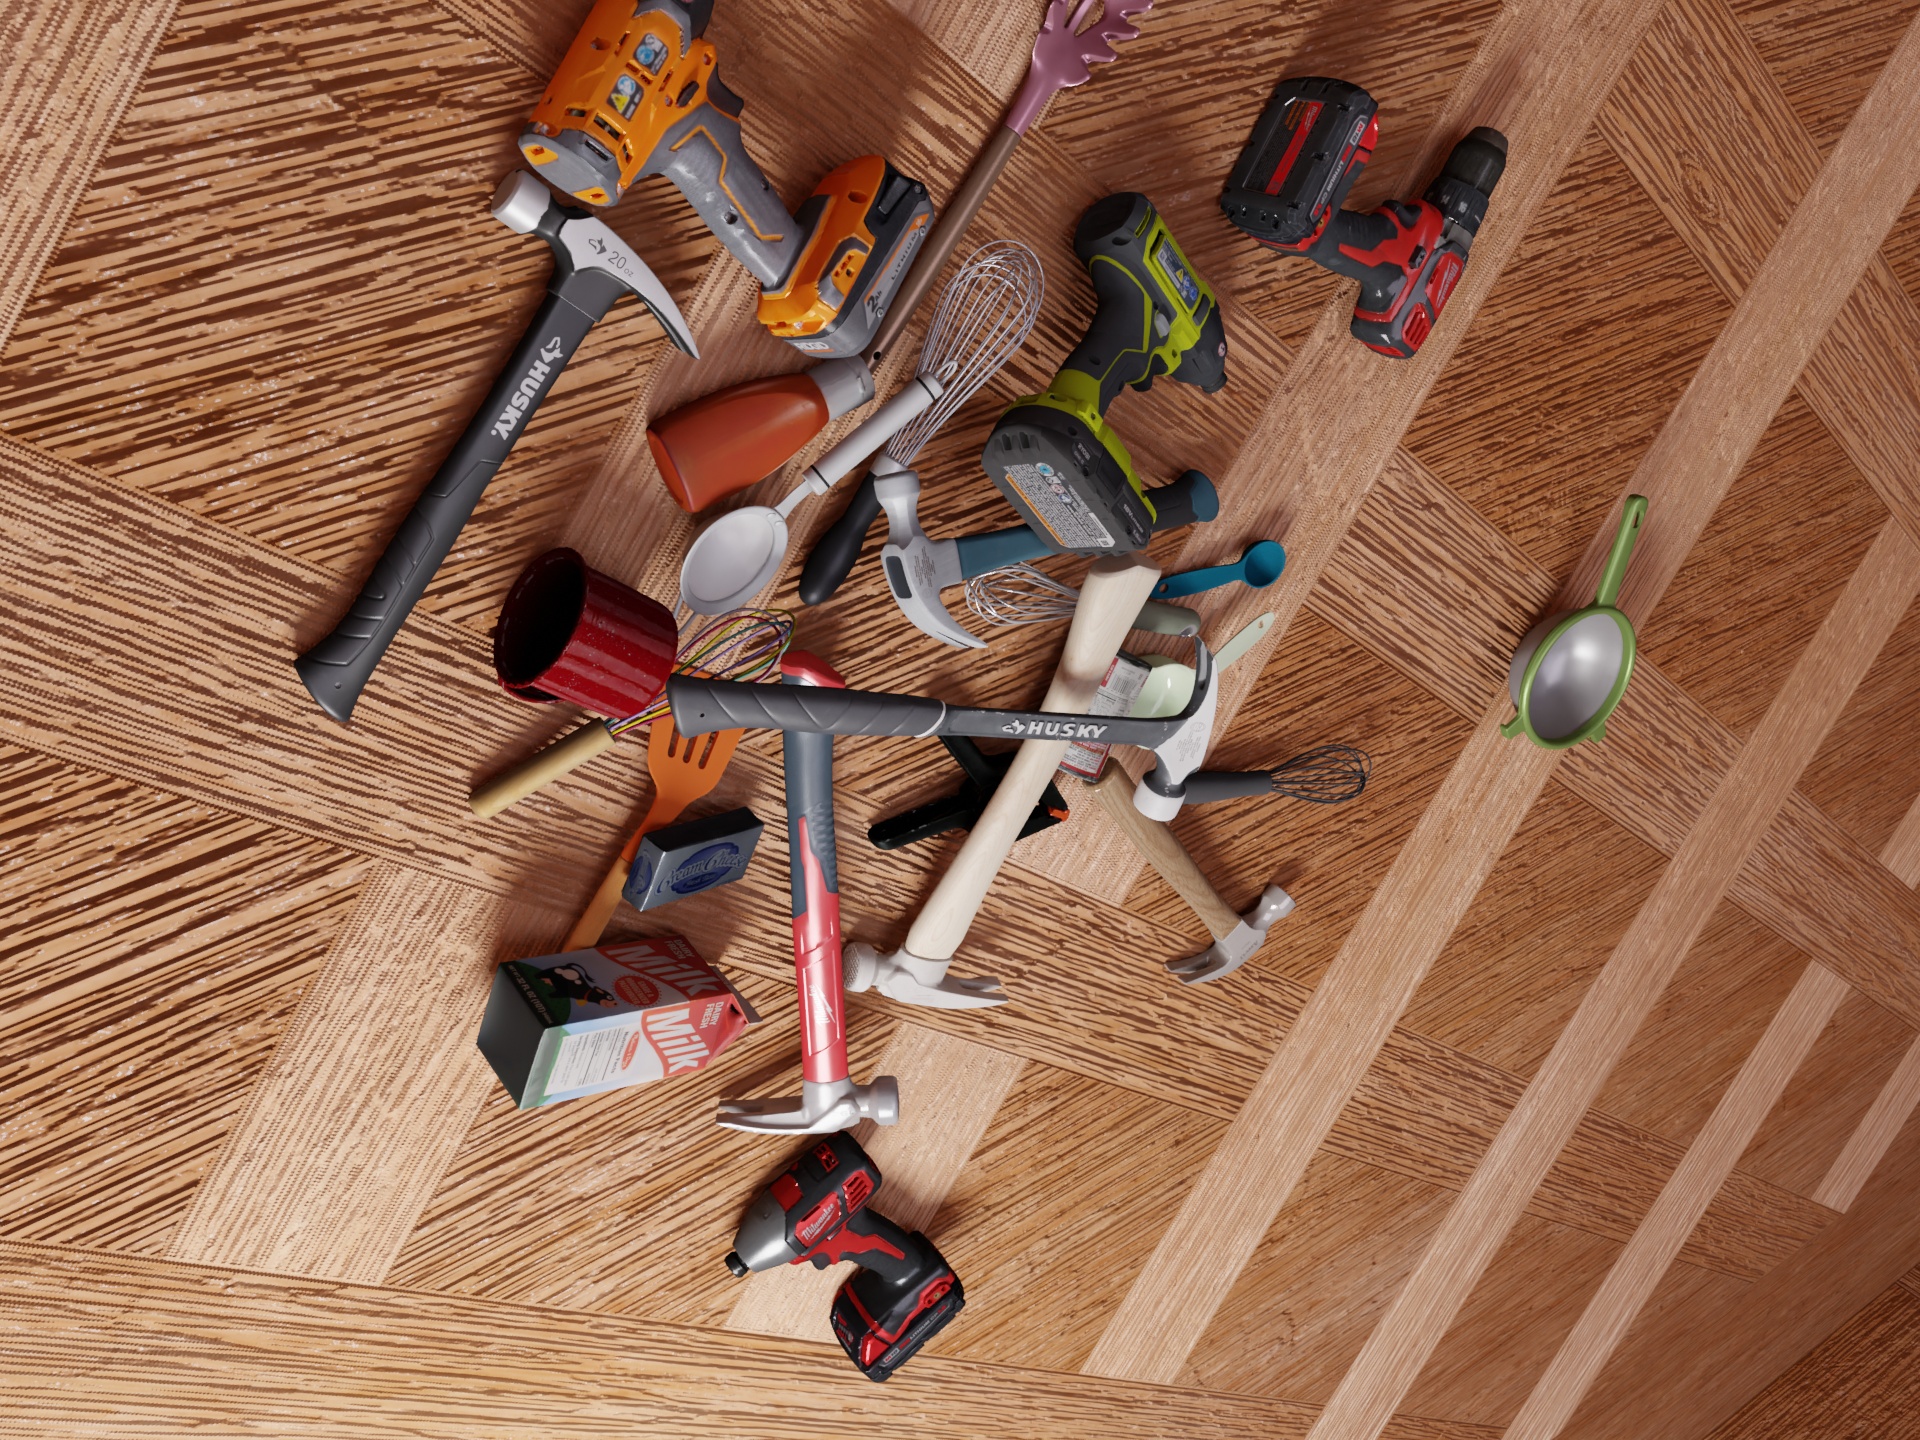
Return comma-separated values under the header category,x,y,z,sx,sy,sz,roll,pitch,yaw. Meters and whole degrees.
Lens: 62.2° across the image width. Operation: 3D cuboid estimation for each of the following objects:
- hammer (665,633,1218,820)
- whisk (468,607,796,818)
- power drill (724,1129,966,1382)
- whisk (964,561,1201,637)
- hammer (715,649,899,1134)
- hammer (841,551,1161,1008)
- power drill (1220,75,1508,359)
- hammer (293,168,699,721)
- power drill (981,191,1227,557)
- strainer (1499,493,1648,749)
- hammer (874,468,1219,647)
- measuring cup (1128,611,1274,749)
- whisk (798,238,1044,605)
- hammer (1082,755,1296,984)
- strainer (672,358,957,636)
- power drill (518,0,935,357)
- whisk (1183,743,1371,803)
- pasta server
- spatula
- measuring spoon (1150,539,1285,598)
category,x,y,z,sx,sy,sz,roll,pitch,yaw
hammer,-0.002,-0.003,1.095,0.408,0.036,0.149,4,124,-24
whisk,-0.216,-0.006,1.058,0.245,0.047,0.051,-31,163,-7
power drill,-0.099,0.458,1.351,0.143,0.079,0.219,-39,125,-12
whisk,0.100,-0.090,1.235,0.246,0.059,0.057,6,145,-40
hammer,-0.124,0.137,1.185,0.143,0.038,0.386,-2,110,-2
hammer,0.052,0.056,1.207,0.146,0.038,0.410,13,118,-28
power drill,0.321,-0.401,1.209,0.226,0.080,0.188,21,100,-42
hammer,-0.290,-0.145,0.950,0.146,0.035,0.335,31,94,-39
power drill,0.114,-0.231,1.115,0.171,0.080,0.223,45,60,-39
strainer,0.595,-0.100,1.543,0.151,0.069,0.256,2,110,-32
hammer,0.076,-0.138,1.155,0.331,0.033,0.128,-19,105,-40
measuring cup,0.191,-0.044,1.321,0.167,0.038,0.083,-38,128,-15
whisk,-0.033,-0.200,1.086,0.070,0.070,0.284,26,101,-39
hammer,0.189,0.131,1.395,0.130,0.031,0.331,-47,134,-4
strainer,-0.102,-0.153,1.046,0.258,0.050,0.086,-40,153,0
power drill,-0.125,-0.336,0.934,0.226,0.084,0.164,32,81,-36
whisk,0.271,0.053,1.417,0.239,0.055,0.055,-4,114,-28
pasta server,0.022,-0.365,1.049,0.060,0.040,0.316,30,95,-27
spatula,-0.246,0.113,1.116,0.081,0.041,0.322,24,102,-38
measuring spoon,0.208,-0.123,1.311,0.128,0.021,0.042,-14,121,-17
